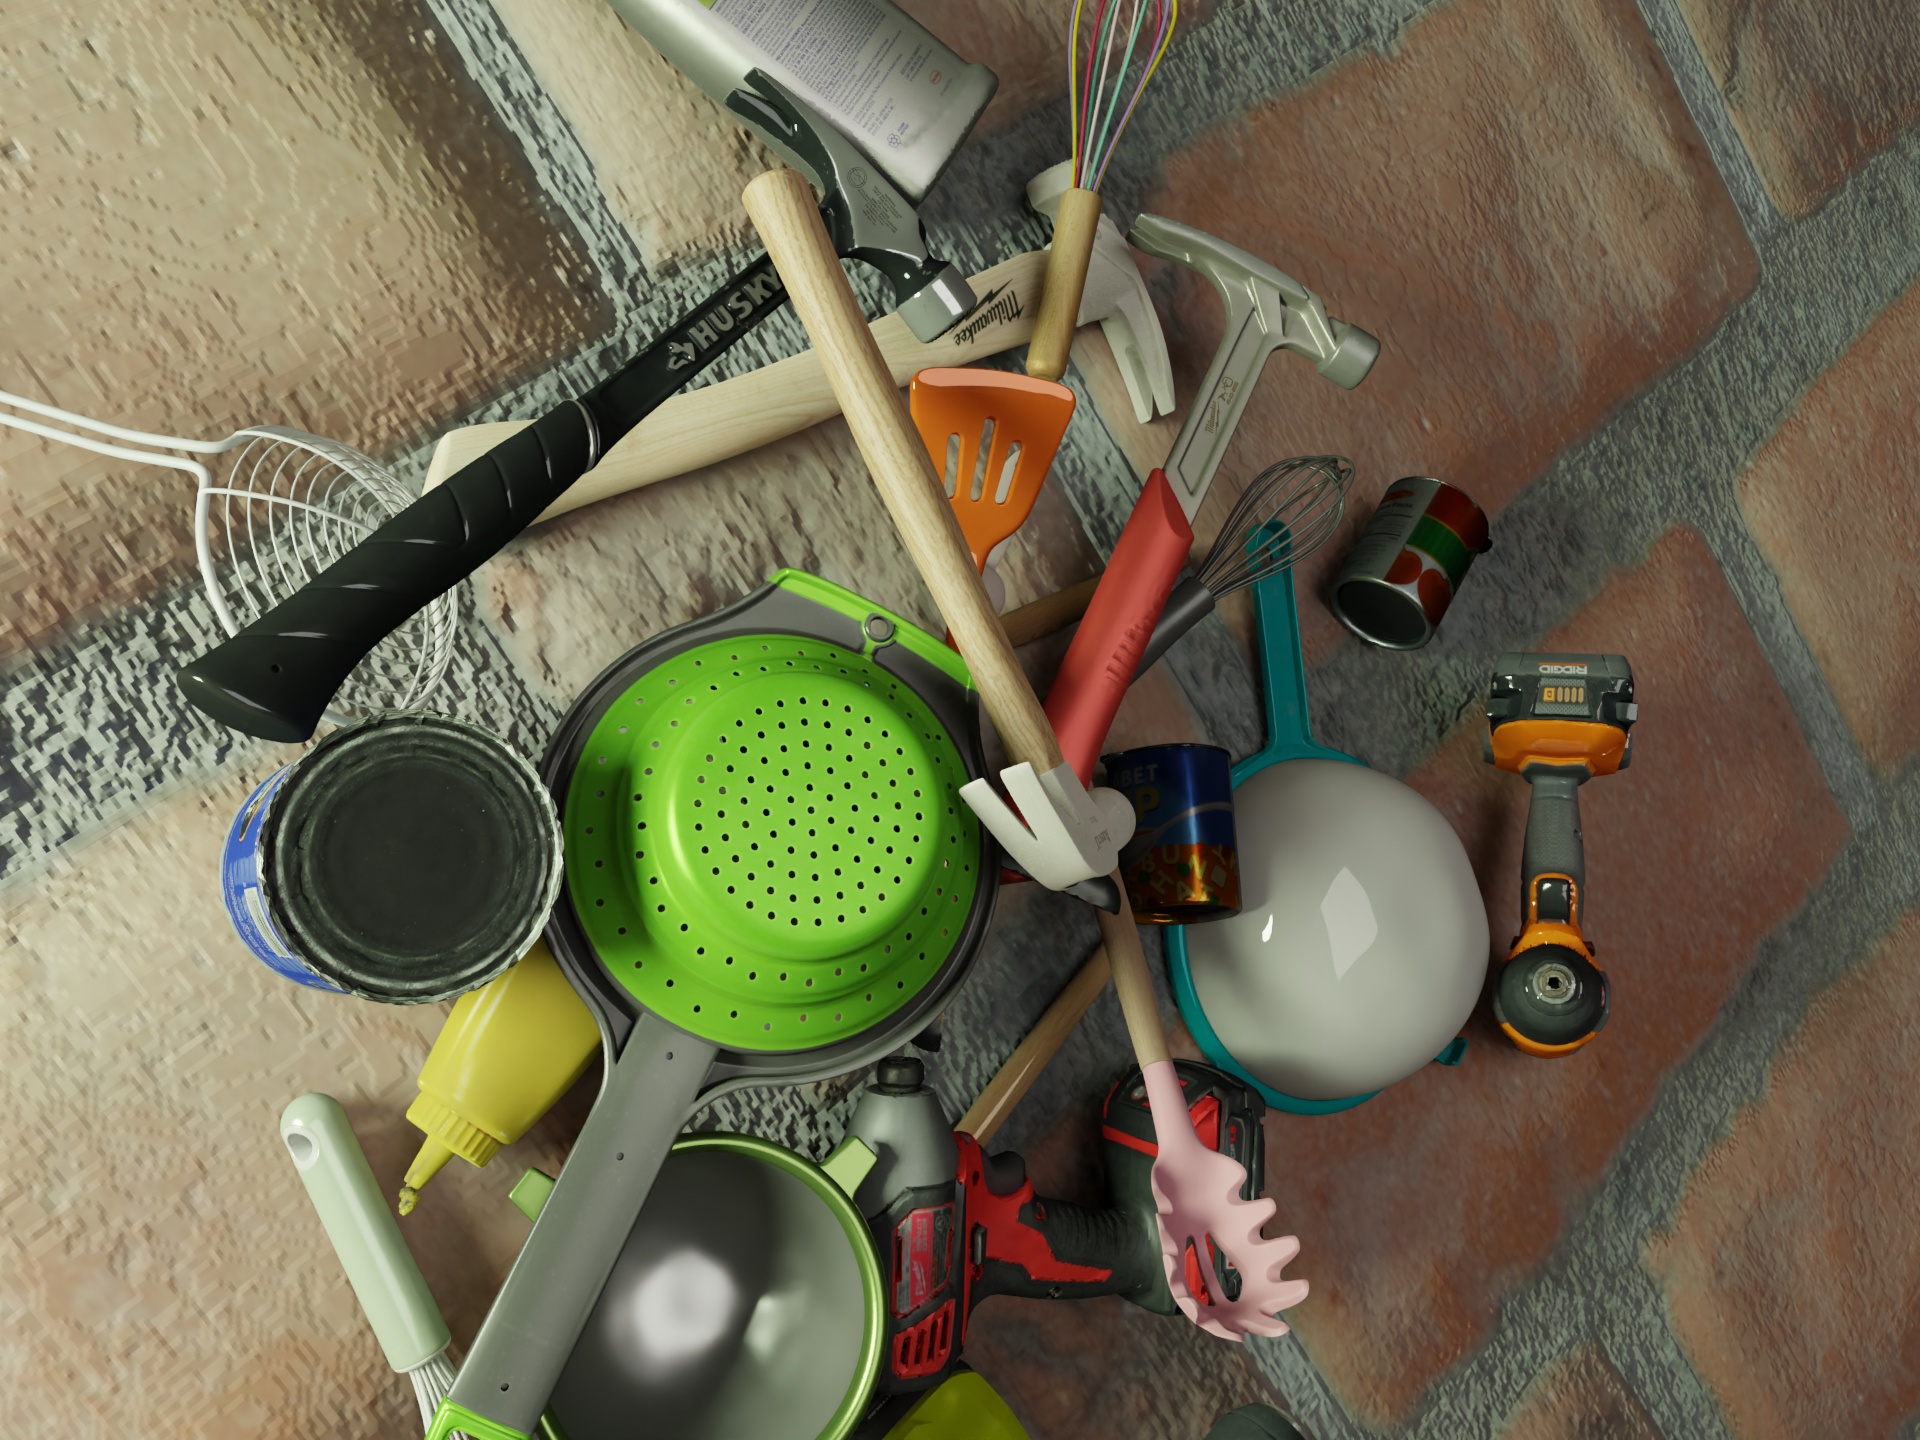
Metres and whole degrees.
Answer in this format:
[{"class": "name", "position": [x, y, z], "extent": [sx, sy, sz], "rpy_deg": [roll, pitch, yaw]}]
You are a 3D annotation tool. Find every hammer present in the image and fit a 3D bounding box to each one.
[{"class": "hammer", "position": [0.086, -0.084, 0.816], "extent": [0.149, 0.036, 0.359], "rpy_deg": [27, 77, -5]}, {"class": "hammer", "position": [-0.063, -0.160, 0.787], "extent": [0.410, 0.038, 0.146], "rpy_deg": [-28, 99, -29]}, {"class": "hammer", "position": [-0.148, -0.133, 0.656], "extent": [0.149, 0.036, 0.409], "rpy_deg": [51, 54, -14]}, {"class": "hammer", "position": [-0.014, -0.081, 0.680], "extent": [0.331, 0.031, 0.130], "rpy_deg": [65, 18, 1]}]

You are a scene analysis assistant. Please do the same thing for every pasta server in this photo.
[{"class": "pasta server", "position": [0.089, 0.135, 0.752], "extent": [0.060, 0.040, 0.317], "rpy_deg": [-2, 55, -17]}]

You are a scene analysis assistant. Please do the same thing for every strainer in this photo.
[{"class": "strainer", "position": [-0.105, 0.301, 0.659], "extent": [0.151, 0.069, 0.256], "rpy_deg": [-2, 79, -16]}, {"class": "strainer", "position": [0.215, 0.051, 0.882], "extent": [0.211, 0.095, 0.340], "rpy_deg": [-5, 87, -30]}]

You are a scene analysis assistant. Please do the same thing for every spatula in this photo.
[{"class": "spatula", "position": [0.010, -0.034, 0.807], "extent": [0.317, 0.044, 0.082], "rpy_deg": [-25, 104, -31]}, {"class": "spatula", "position": [-0.001, -0.002, 0.758], "extent": [0.081, 0.041, 0.322], "rpy_deg": [5, 91, -16]}]

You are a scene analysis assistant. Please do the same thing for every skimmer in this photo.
[{"class": "skimmer", "position": [-0.369, -0.097, 0.599], "extent": [0.363, 0.090, 0.127], "rpy_deg": [18, 43, -15]}]

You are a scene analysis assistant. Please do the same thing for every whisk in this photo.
[{"class": "whisk", "position": [0.072, -0.293, 0.833], "extent": [0.047, 0.051, 0.245], "rpy_deg": [18, 80, -34]}, {"class": "whisk", "position": [-0.213, 0.262, 0.643], "extent": [0.246, 0.058, 0.059], "rpy_deg": [66, 26, -3]}, {"class": "whisk", "position": [0.127, -0.070, 0.864], "extent": [0.239, 0.055, 0.055], "rpy_deg": [-40, 104, -14]}]

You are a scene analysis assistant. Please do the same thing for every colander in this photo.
[{"class": "colander", "position": [-0.102, 0.113, 0.615], "extent": [0.204, 0.094, 0.397], "rpy_deg": [28, 72, -9]}]

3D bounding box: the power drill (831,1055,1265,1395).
[{"class": "power drill", "position": [0.039, 0.224, 0.754], "extent": [0.219, 0.078, 0.143], "rpy_deg": [1, 89, -33]}]

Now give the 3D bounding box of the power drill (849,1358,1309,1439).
[{"class": "power drill", "position": [0.026, 0.344, 0.656], "extent": [0.190, 0.228, 0.080], "rpy_deg": [-42, 104, -27]}]

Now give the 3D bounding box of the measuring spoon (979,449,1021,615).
[{"class": "measuring spoon", "position": [0.021, -0.101, 0.818], "extent": [0.034, 0.018, 0.124], "rpy_deg": [28, 53, -11]}]

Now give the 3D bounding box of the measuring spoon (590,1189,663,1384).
[{"class": "measuring spoon", "position": [-0.146, 0.245, 0.701], "extent": [0.021, 0.011, 0.117], "rpy_deg": [16, 79, -28]}]

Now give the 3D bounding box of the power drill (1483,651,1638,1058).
[{"class": "power drill", "position": [0.345, 0.078, 0.923], "extent": [0.164, 0.084, 0.226], "rpy_deg": [38, 57, -67]}]

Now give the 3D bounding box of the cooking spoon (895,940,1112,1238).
[{"class": "cooking spoon", "position": [-0.012, 0.224, 0.774], "extent": [0.068, 0.017, 0.319], "rpy_deg": [50, 63, -17]}]
